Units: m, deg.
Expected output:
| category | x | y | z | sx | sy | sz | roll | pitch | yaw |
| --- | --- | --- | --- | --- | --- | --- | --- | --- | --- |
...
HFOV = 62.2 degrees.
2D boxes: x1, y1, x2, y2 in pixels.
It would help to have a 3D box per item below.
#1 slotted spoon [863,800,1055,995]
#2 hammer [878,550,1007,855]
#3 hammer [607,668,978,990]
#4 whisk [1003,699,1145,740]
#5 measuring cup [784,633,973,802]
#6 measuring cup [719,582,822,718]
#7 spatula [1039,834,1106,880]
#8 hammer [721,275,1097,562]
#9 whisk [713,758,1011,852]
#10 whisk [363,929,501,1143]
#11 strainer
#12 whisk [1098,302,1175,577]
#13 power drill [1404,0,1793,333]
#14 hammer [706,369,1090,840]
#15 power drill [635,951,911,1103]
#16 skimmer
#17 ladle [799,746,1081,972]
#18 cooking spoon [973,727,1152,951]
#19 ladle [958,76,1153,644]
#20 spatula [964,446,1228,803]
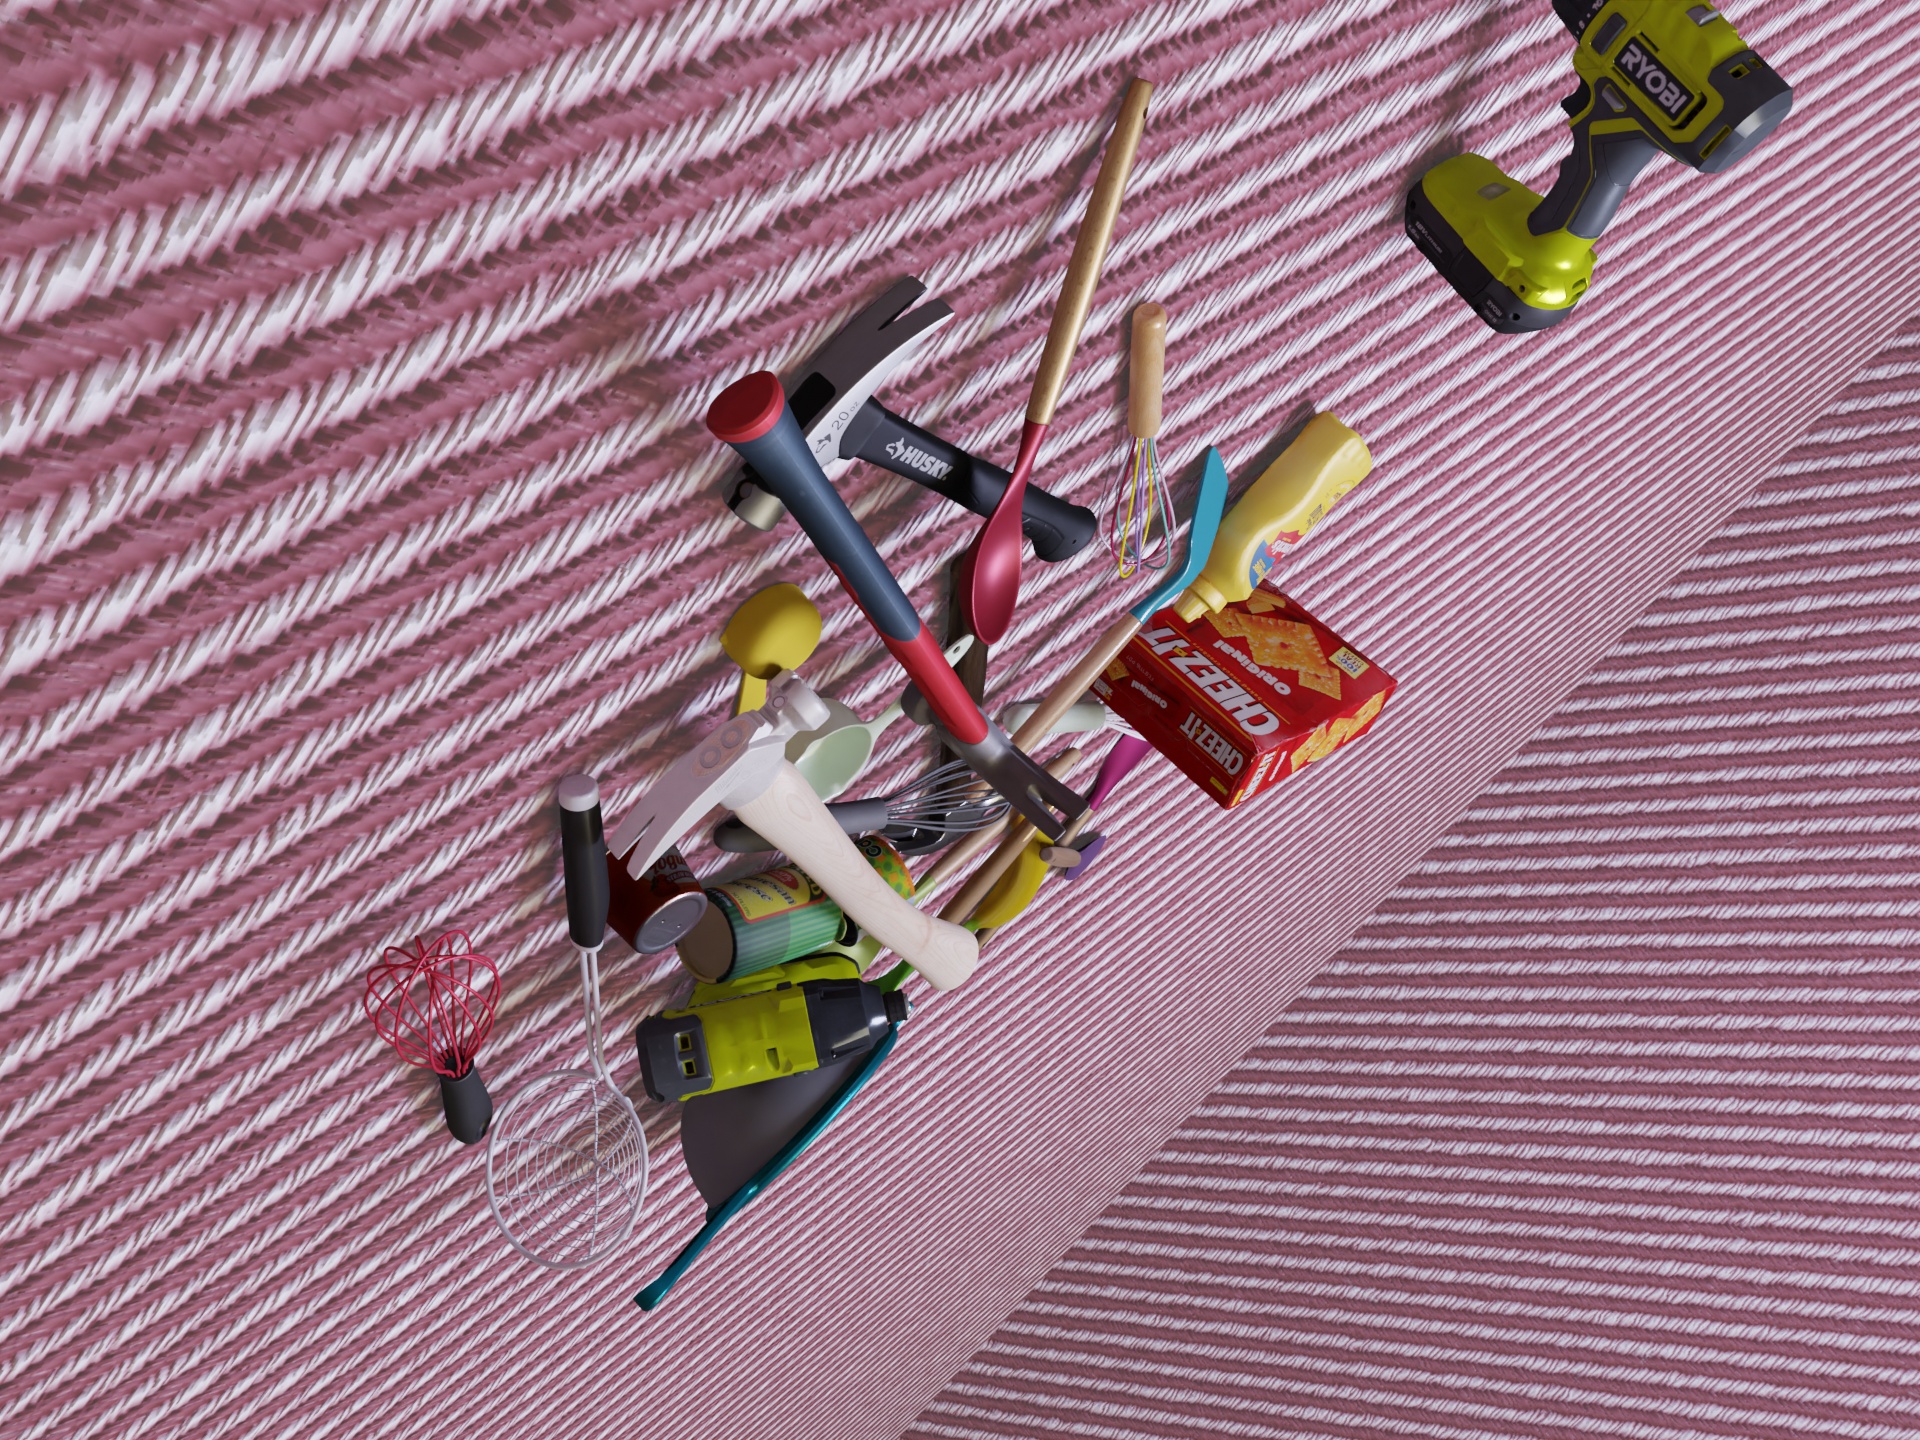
| category | x | y | z | sx | sy | sz | roll | pitch | yaw |
| --- | --- | --- | --- | --- | --- | --- | --- | --- | --- |
| slotted spoon | -0.022 | 0.181 | 1.362 | 0.031 | 0.070 | 0.313 | 29 | 110 | -35 |
| hammer | -0.002 | -0.004 | 1.150 | 0.130 | 0.031 | 0.331 | -34 | 153 | -24 |
| hammer | -0.080 | 0.113 | 1.062 | 0.146 | 0.038 | 0.410 | -43 | 148 | -5 |
| whisk | 0.115 | -0.005 | 1.322 | 0.246 | 0.059 | 0.058 | -4 | 97 | -51 |
| measuring cup | -0.063 | -0.010 | 1.035 | 0.167 | 0.038 | 0.083 | -42 | 155 | -9 |
| measuring cup | -0.116 | -0.015 | 0.951 | 0.062 | 0.029 | 0.156 | -27 | 148 | -35 |
| spatula | 0.103 | 0.126 | 1.479 | 0.060 | 0.018 | 0.315 | -50 | 167 | 3 |
| hammer | 0.004 | -0.146 | 0.929 | 0.146 | 0.035 | 0.334 | -51 | 155 | 14 |
| whisk | -0.058 | 0.062 | 1.103 | 0.239 | 0.055 | 0.055 | -8 | 140 | -28 |
| whisk | -0.309 | 0.202 | 0.964 | 0.073 | 0.073 | 0.295 | -32 | 159 | -26 |
| strainer | -0.178 | 0.315 | 1.222 | 0.211 | 0.095 | 0.340 | -45 | 178 | 28 |
| whisk | 0.121 | -0.177 | 1.058 | 0.047 | 0.051 | 0.244 | -31 | 150 | -16 |
| power drill | 0.387 | -0.380 | 1.021 | 0.080 | 0.191 | 0.228 | -31 | 167 | -28 |
| hammer | -0.029 | -0.050 | 0.840 | 0.038 | 0.143 | 0.386 | -45 | 151 | -6 |
| power drill | -0.122 | 0.208 | 1.094 | 0.171 | 0.080 | 0.223 | -11 | 175 | -5 |
| skimmer | -0.247 | 0.193 | 0.978 | 0.090 | 0.127 | 0.363 | -39 | 146 | -43 |
| ladle | -0.016 | 0.108 | 1.308 | 0.320 | 0.062 | 0.078 | -39 | 159 | -29 |
| cooking spoon | 0.106 | 0.100 | 1.500 | 0.319 | 0.017 | 0.068 | -52 | 154 | 14 |
| ladle | 0.050 | -0.189 | 0.873 | 0.069 | 0.031 | 0.315 | -32 | 143 | -61 |
| spatula | 0.106 | -0.063 | 1.193 | 0.317 | 0.044 | 0.082 | -48 | 157 | 1 |
